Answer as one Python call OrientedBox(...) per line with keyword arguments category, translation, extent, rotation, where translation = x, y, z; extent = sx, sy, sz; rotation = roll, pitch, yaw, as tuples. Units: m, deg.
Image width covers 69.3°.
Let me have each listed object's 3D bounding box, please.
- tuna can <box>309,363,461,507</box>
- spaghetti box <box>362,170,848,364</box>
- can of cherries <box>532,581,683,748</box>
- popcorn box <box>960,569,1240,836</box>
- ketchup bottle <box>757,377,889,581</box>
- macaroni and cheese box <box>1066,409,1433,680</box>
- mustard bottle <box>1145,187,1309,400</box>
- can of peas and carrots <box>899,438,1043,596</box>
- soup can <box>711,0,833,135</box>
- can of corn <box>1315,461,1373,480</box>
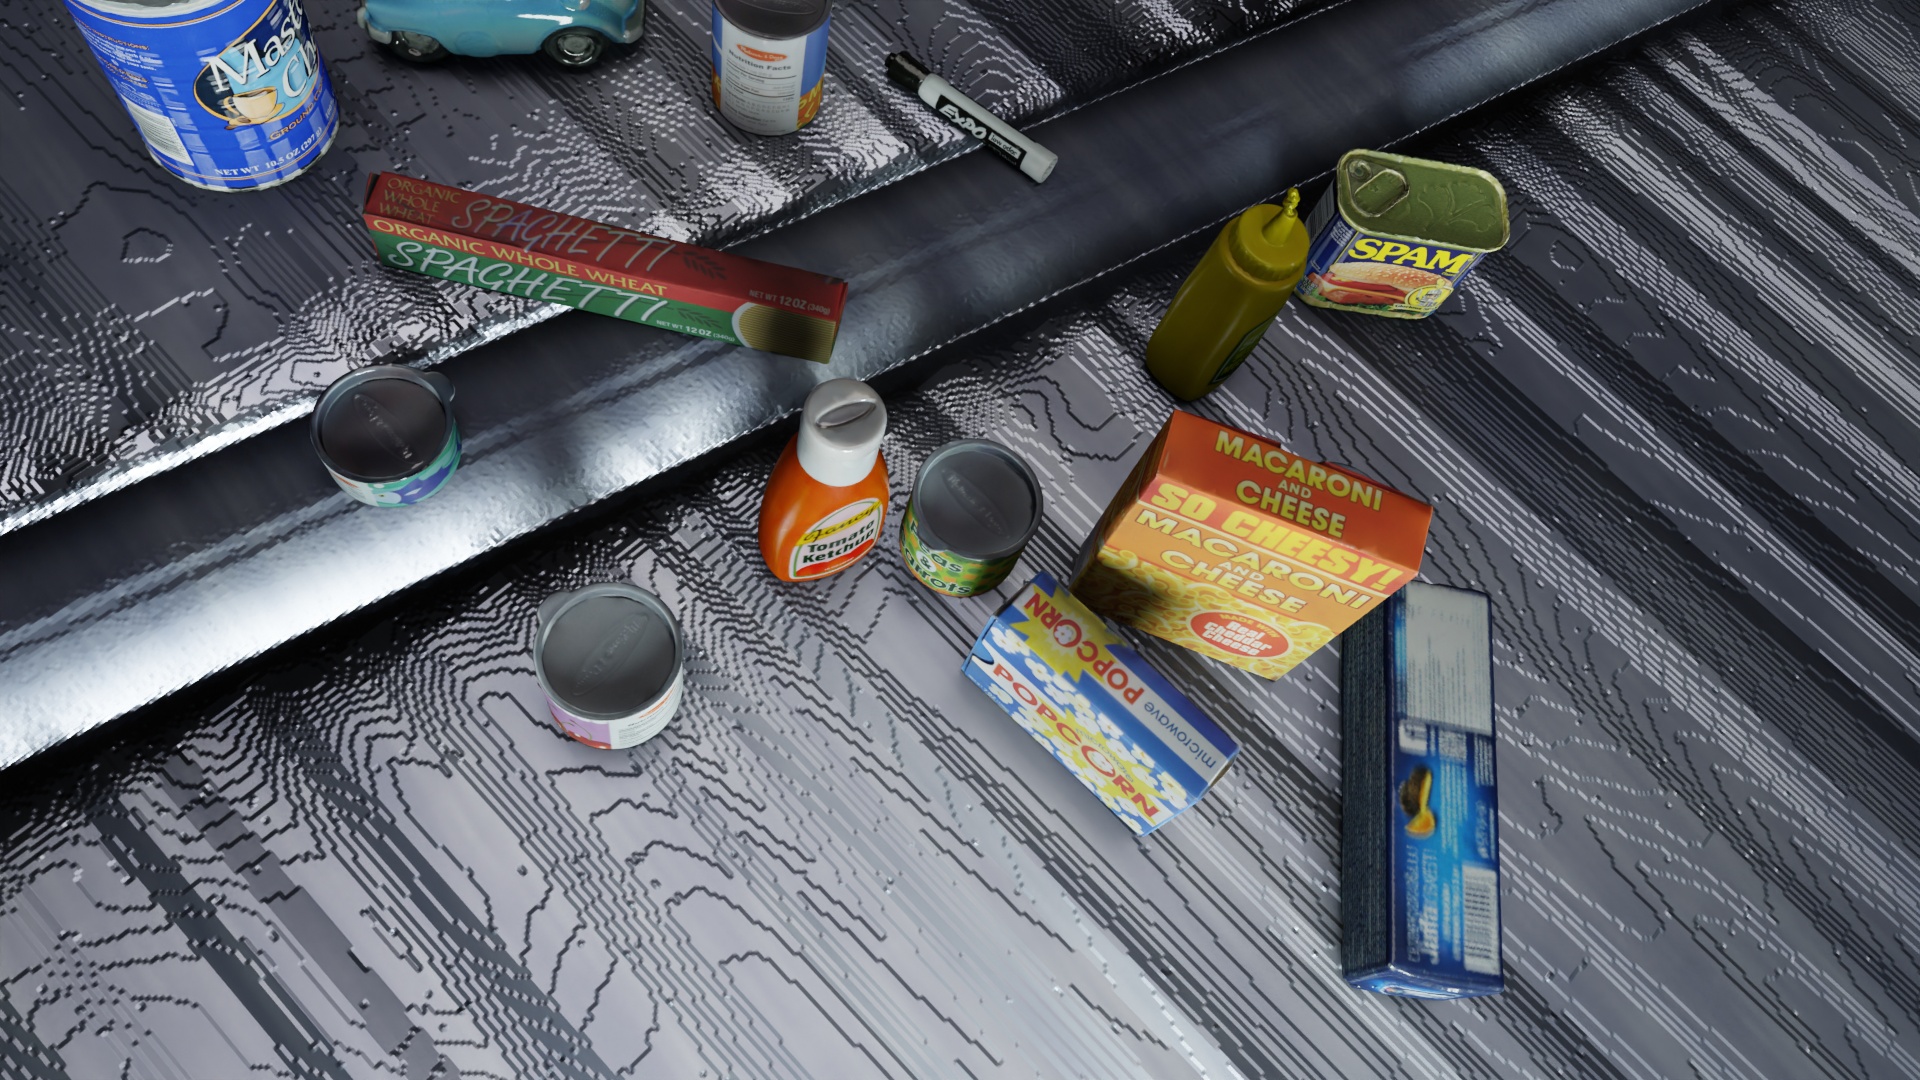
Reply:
OrientedBox(category="tuna can", translation=(-0.283, -0.053, 0.692), extent=(0.071, 0.032, 0.071), rotation=(4, 67, -9))
OrientedBox(category="spaghetti box", translation=(-0.186, -0.143, 0.738), extent=(0.250, 0.050, 0.029), rotation=(12, 66, -5))
OrientedBox(category="can of cherries", translation=(-0.166, 0.058, 0.654), extent=(0.071, 0.058, 0.072), rotation=(4, 67, -9))
OrientedBox(category="popcorn box", translation=(0.065, 0.081, 0.672), extent=(0.127, 0.085, 0.038), rotation=(42, 67, 8))
OrientedBox(category="ketchup bottle", translation=(-0.062, -0.028, 0.659), extent=(0.065, 0.148, 0.043), rotation=(-23, 74, -18))
OrientedBox(category="macaroni and cheese box", translation=(0.130, 0.007, 0.671), extent=(0.124, 0.165, 0.040), rotation=(21, 66, -2))
OrientedBox(category="mustard bottle", translation=(0.147, -0.133, 0.735), extent=(0.049, 0.159, 0.065), rotation=(45, 68, 9))
OrientedBox(category="can of peas and carrots", translation=(0.003, -0.009, 0.713), extent=(0.071, 0.058, 0.071), rotation=(4, 67, -9))
OrientedBox(category="soup can", translation=(-0.108, -0.286, 0.793), extent=(0.071, 0.083, 0.071), rotation=(4, 67, -9))
OrientedBox(category="can of corn", translation=(0.189, 0.001, 0.743), extent=(0.071, 0.058, 0.071), rotation=(4, 67, -9))
